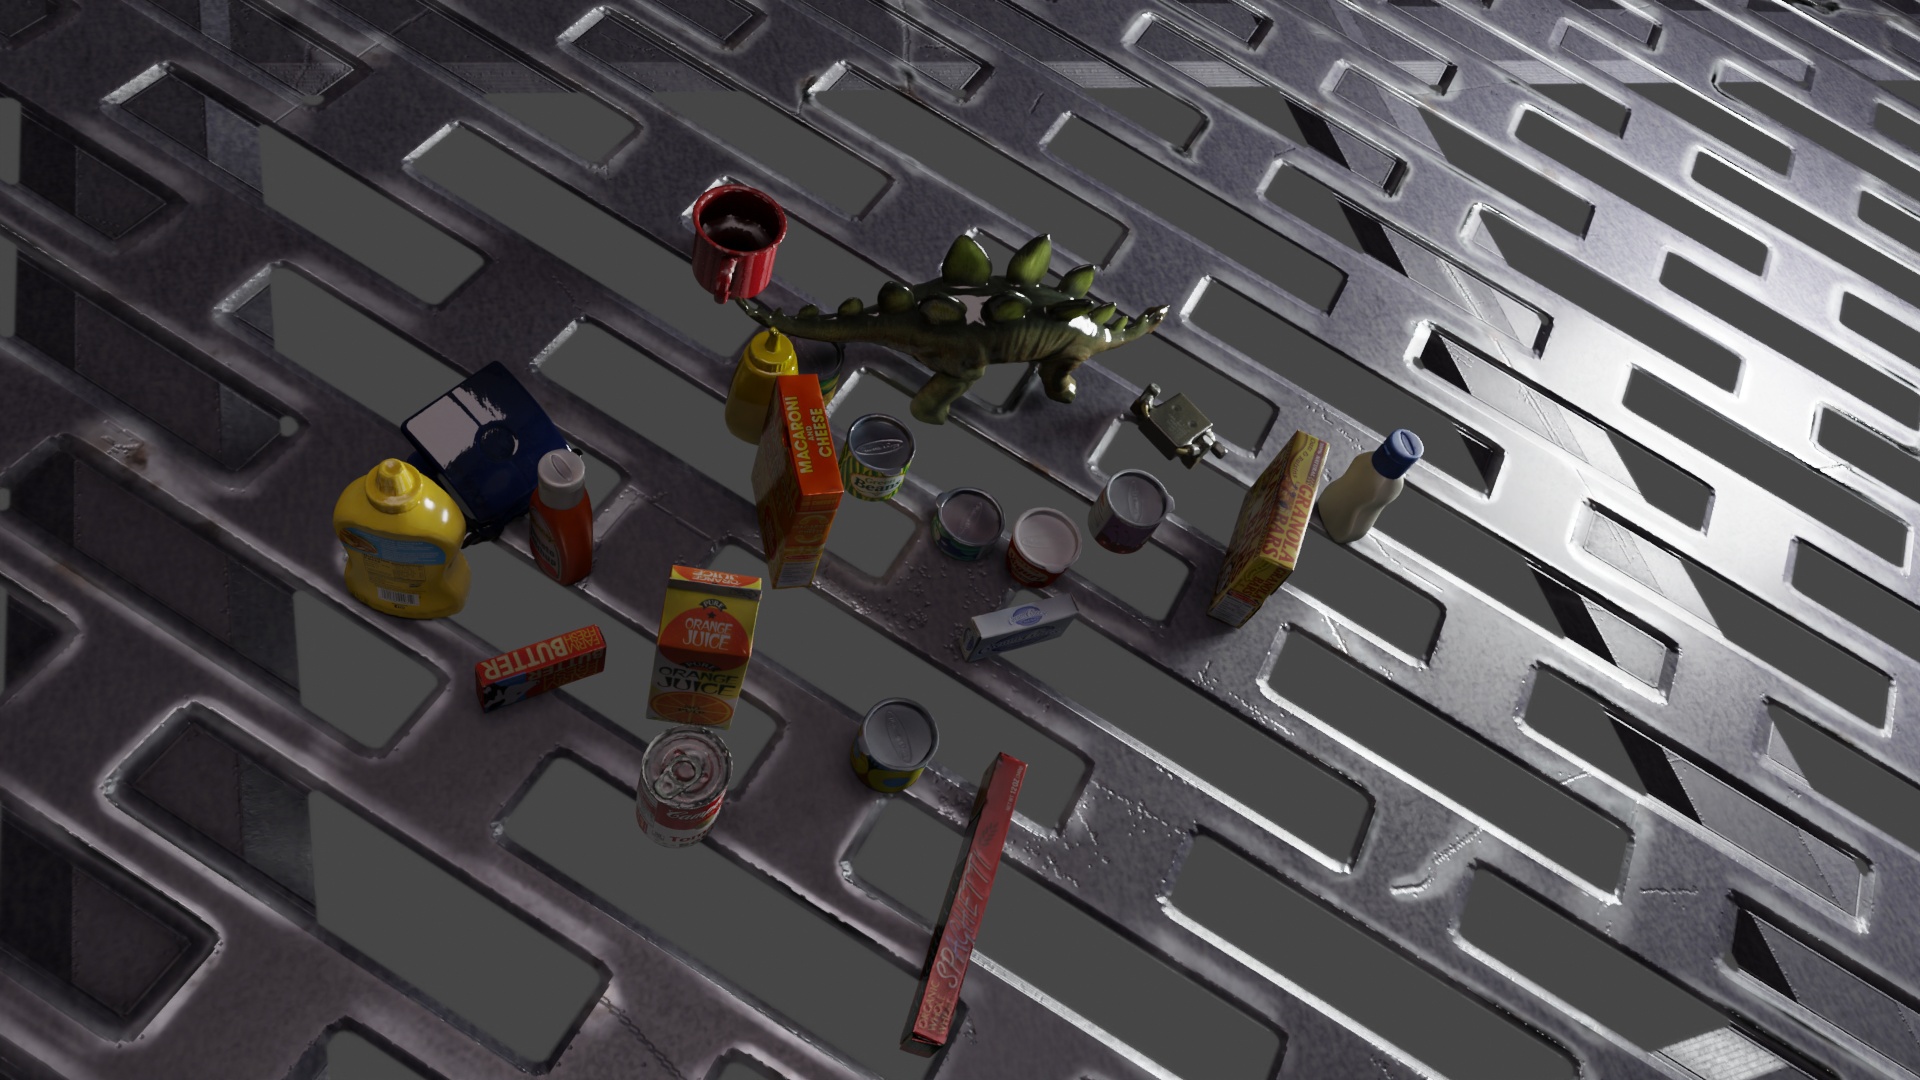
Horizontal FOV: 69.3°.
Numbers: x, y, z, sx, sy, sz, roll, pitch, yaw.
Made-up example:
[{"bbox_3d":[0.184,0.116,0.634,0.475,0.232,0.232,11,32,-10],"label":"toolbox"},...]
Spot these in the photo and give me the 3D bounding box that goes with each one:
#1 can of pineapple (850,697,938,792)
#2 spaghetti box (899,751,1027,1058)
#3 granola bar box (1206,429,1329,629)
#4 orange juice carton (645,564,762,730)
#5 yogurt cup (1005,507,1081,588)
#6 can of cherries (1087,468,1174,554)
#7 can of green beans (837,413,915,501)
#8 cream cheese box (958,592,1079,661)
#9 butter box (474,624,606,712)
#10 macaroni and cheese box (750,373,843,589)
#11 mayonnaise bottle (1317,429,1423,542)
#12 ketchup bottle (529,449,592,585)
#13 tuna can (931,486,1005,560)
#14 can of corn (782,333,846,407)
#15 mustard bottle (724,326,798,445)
[{"bbox_3d":[-0.059,0.175,1.183,0.071,0.057,0.071,8,58,-12],"label":"can of pineapple"},{"bbox_3d":[0.004,0.294,1.134,0.029,0.050,0.251,22,56,-3],"label":"spaghetti box"},{"bbox_3d":[0.303,-0.010,1.364,0.039,0.123,0.166,26,56,-1],"label":"granola bar box"},{"bbox_3d":[-0.206,0.080,1.116,0.072,0.191,0.073,10,58,-11],"label":"orange juice carton"},{"bbox_3d":[0.076,0.010,1.326,0.072,0.053,0.073,8,58,-12],"label":"yogurt cup"},{"bbox_3d":[0.168,-0.027,1.373,0.071,0.058,0.072,8,58,-12],"label":"can of cherries"},{"bbox_3d":[-0.082,-0.079,1.330,0.071,0.057,0.071,8,58,-12],"label":"can of green beans"},{"bbox_3d":[0.053,0.080,1.277,0.104,0.053,0.024,-13,65,-23],"label":"cream cheese box"},{"bbox_3d":[-0.345,0.105,1.143,0.104,0.053,0.024,-19,67,-26],"label":"butter box"},{"bbox_3d":[-0.148,-0.049,1.227,0.040,0.165,0.124,-5,62,-19],"label":"macaroni and cheese box"},{"bbox_3d":[0.417,-0.057,1.412,0.041,0.147,0.065,-5,62,-19],"label":"mayonnaise bottle"},{"bbox_3d":[-0.335,-0.022,1.165,0.044,0.148,0.065,-31,73,-30],"label":"ketchup bottle"},{"bbox_3d":[0.005,-0.017,1.333,0.071,0.032,0.071,8,58,-12],"label":"tuna can"},{"bbox_3d":[-0.149,-0.168,1.364,0.071,0.058,0.071,8,58,-12],"label":"can of corn"},{"bbox_3d":[-0.179,-0.148,1.281,0.065,0.159,0.049,18,57,-5],"label":"mustard bottle"}]
